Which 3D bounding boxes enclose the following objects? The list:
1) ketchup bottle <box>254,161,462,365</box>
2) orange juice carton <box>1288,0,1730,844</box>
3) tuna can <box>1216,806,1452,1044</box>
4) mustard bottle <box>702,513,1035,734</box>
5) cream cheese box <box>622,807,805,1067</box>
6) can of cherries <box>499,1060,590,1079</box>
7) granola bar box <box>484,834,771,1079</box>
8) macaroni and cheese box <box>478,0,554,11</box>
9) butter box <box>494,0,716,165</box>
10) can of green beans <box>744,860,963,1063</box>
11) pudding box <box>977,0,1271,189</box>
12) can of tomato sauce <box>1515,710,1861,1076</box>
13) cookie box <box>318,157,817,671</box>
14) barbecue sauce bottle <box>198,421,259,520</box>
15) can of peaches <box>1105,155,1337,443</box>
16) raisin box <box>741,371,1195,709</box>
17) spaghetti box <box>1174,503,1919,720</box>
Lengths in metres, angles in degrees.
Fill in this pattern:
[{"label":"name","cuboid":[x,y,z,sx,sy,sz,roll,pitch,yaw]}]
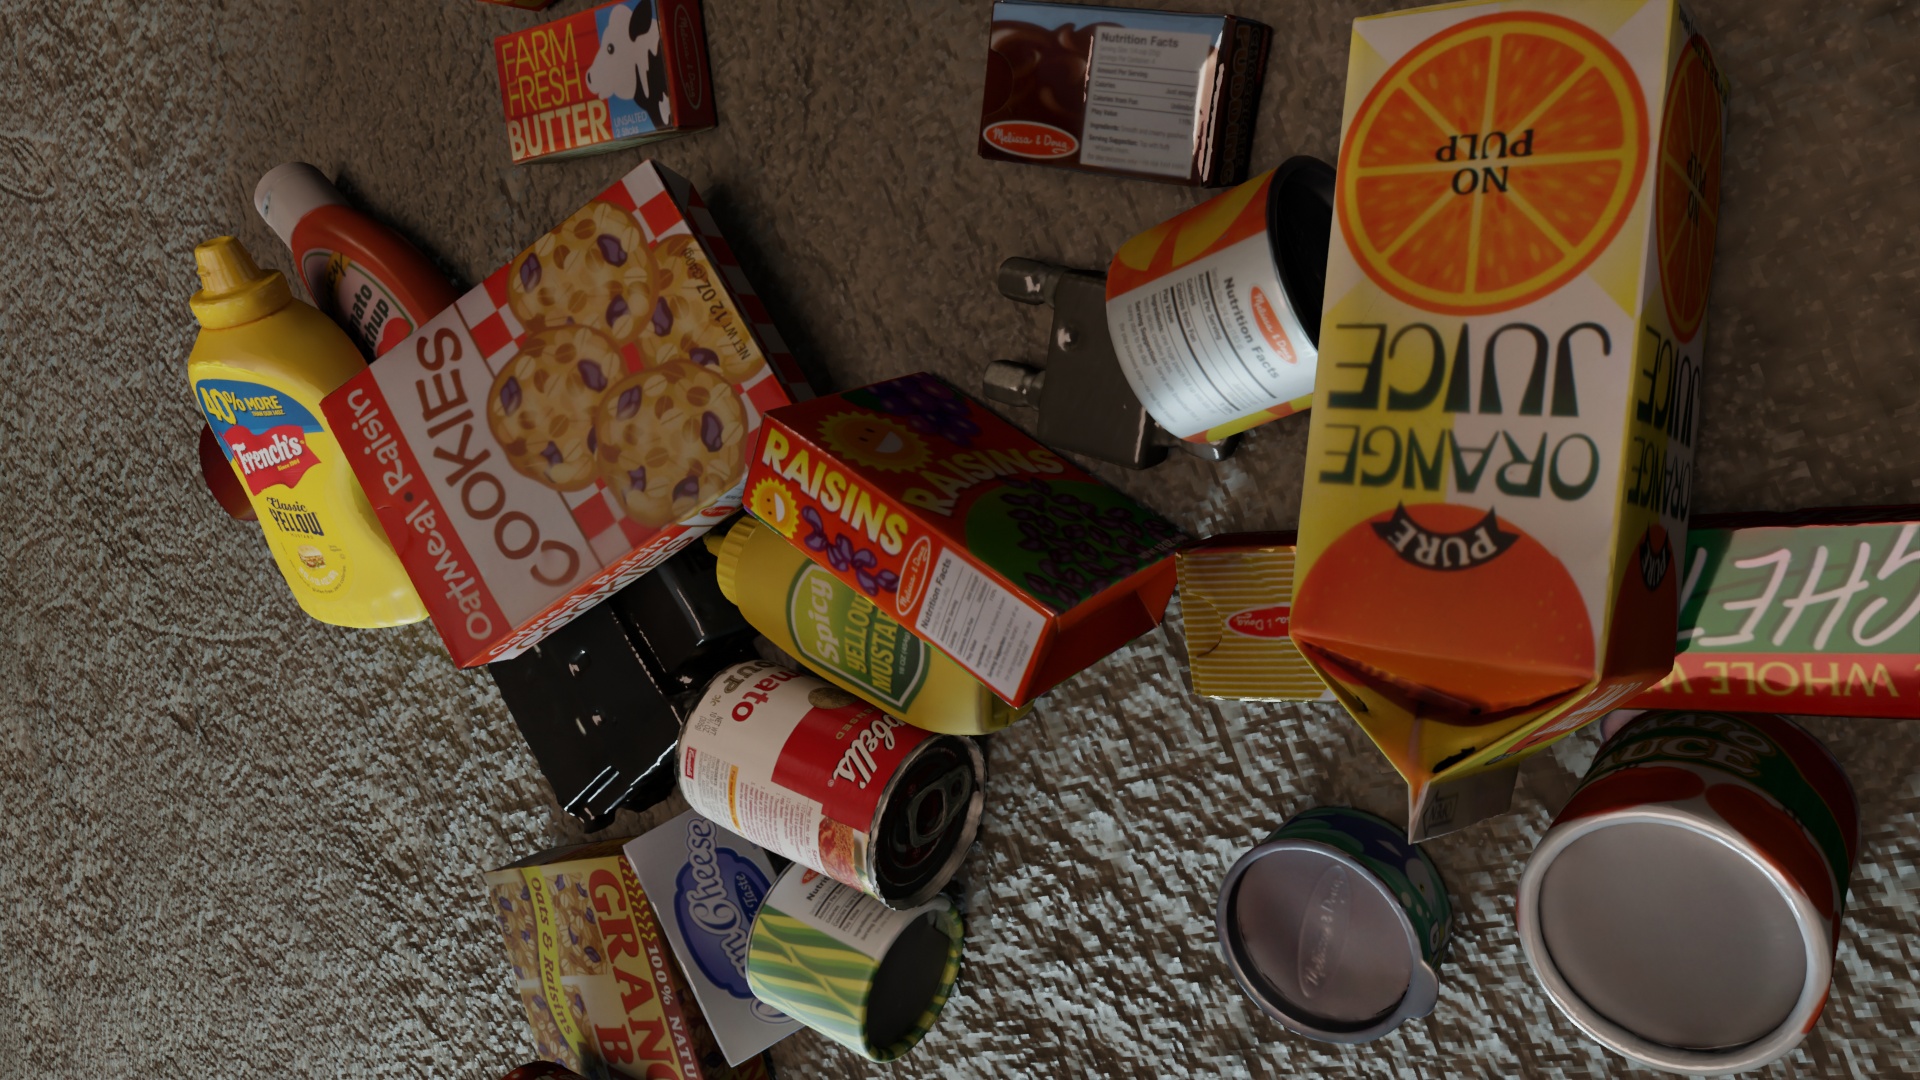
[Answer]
[{"label":"ketchup bottle","cuboid":[-0.285,-0.125,0.669,0.149,0.044,0.064,45,126,20]},{"label":"orange juice carton","cuboid":[0.132,-0.025,0.337,0.073,0.072,0.192,6,89,38]},{"label":"tuna can","cuboid":[0.119,0.120,0.434,0.071,0.033,0.071,10,107,35]},{"label":"mustard bottle","cuboid":[-0.043,0.021,0.521,0.160,0.049,0.065,18,110,32]},{"label":"cream cheese box","cuboid":[-0.097,0.163,0.591,0.104,0.053,0.024,61,167,9]},{"label":"can of cherries","cuboid":[-0.177,0.271,0.620,0.058,0.072,0.071,5,104,37]},{"label":"granola bar box","cuboid":[-0.153,0.224,0.656,0.124,0.039,0.165,-16,91,39]},{"label":"macaroni and cheese box","cuboid":[-0.155,-0.249,0.492,0.166,0.124,0.040,-14,90,38]},{"label":"butter box","cuboid":[-0.146,-0.186,0.563,0.103,0.024,0.053,2,103,36]},{"label":"can of green beans","cuboid":[-0.040,0.160,0.540,0.058,0.071,0.071,16,110,32]},{"label":"pudding box","cuboid":[0.048,-0.138,0.427,0.084,0.030,0.049,18,112,32]},{"label":"can of tomato sauce","cuboid":[0.182,0.081,0.347,0.071,0.083,0.071,10,107,34]},{"label":"cookie box","cuboid":[-0.148,-0.046,0.533,0.167,0.040,0.123,-32,82,11]},{"label":"barbecue sauce bottle","cuboid":[-0.349,-0.065,0.729,0.148,0.044,0.065,-28,81,37]},{"label":"can of peaches","cuboid":[0.084,-0.067,0.395,0.058,0.071,0.071,-19,89,43]},{"label":"raisin box","cuboid":[0.002,-0.006,0.457,0.123,0.086,0.039,35,124,25]},{"label":"spaghetti box","cuboid":[0.177,0.019,0.370,0.250,0.029,0.050,-3,99,37]}]
